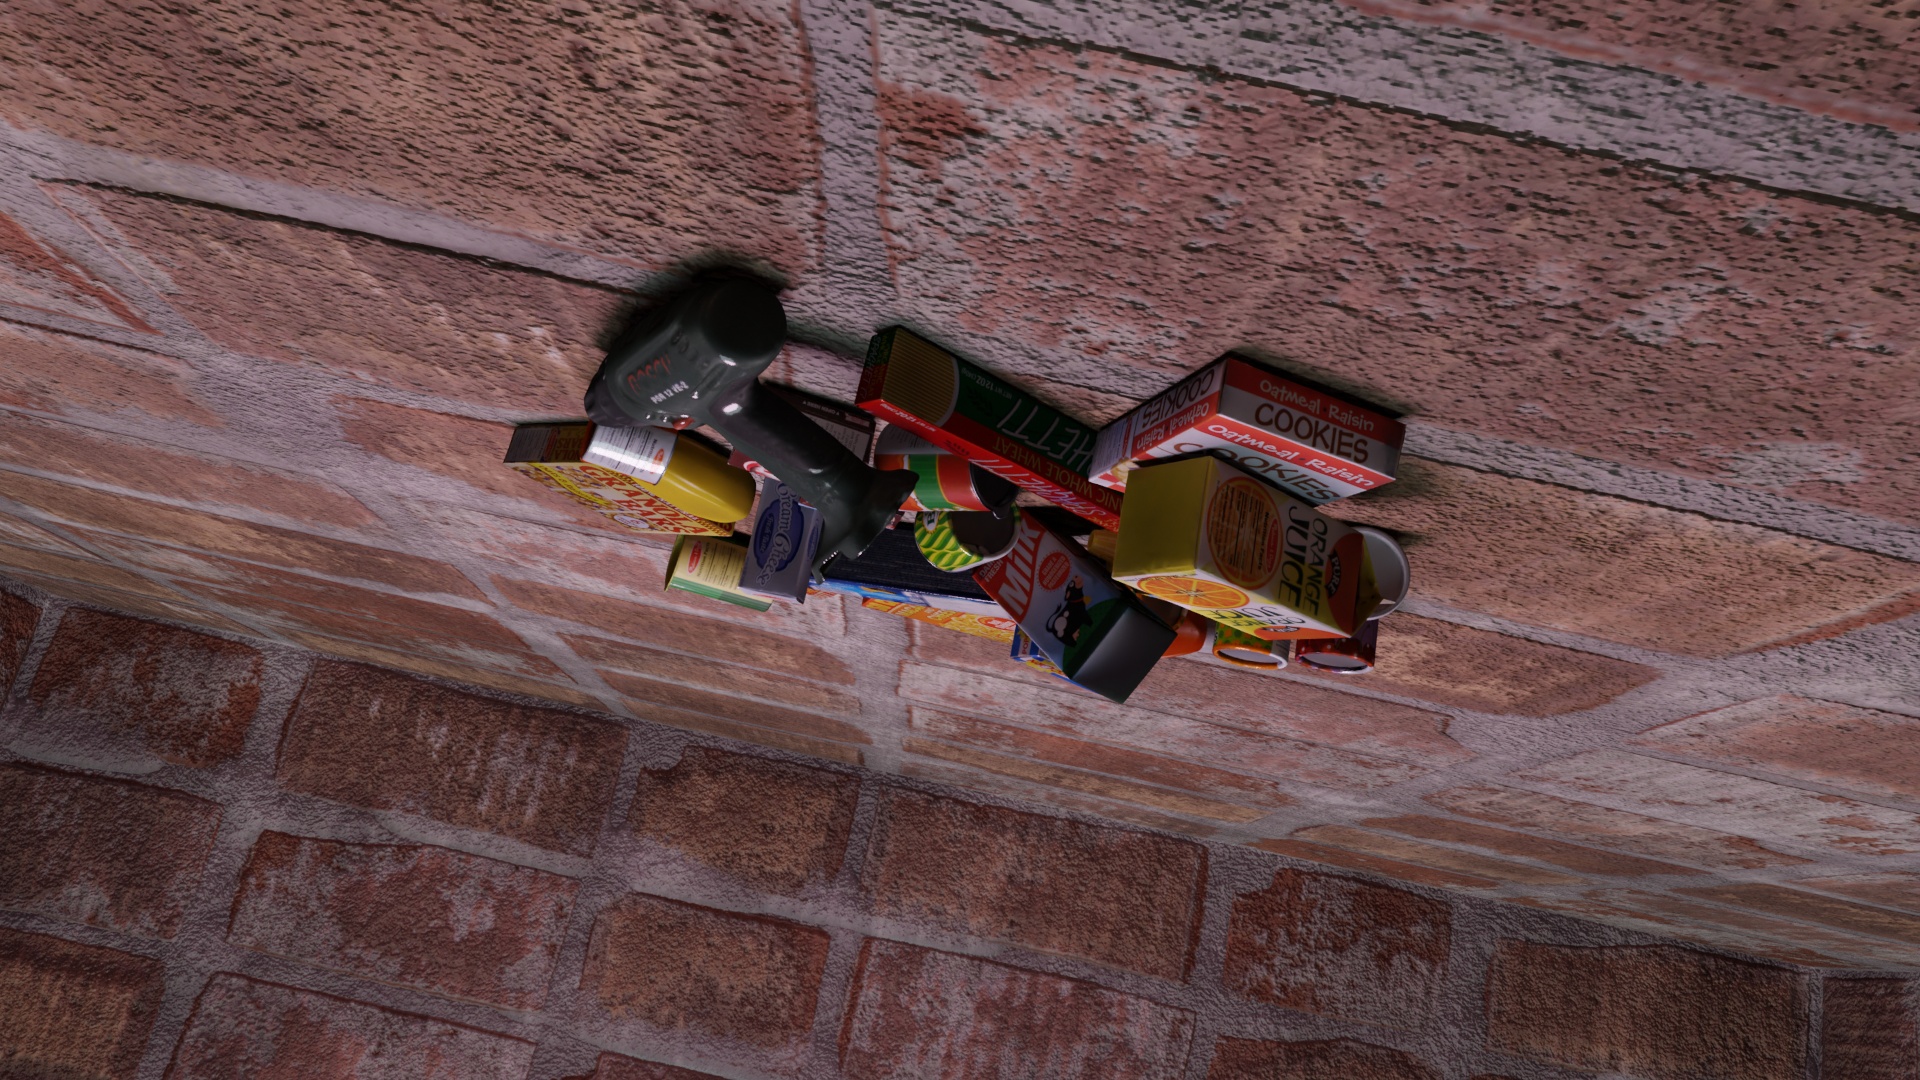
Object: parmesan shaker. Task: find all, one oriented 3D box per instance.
[{"bbox_3d":[-0.236,0.030,1.386,0.103,0.071,0.071,18,162,-18],"label":"parmesan shaker"}]

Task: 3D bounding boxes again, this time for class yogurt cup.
[{"bbox_3d":[0.289,0.027,1.019,0.072,0.072,0.054,11,171,3],"label":"yogurt cup"}]

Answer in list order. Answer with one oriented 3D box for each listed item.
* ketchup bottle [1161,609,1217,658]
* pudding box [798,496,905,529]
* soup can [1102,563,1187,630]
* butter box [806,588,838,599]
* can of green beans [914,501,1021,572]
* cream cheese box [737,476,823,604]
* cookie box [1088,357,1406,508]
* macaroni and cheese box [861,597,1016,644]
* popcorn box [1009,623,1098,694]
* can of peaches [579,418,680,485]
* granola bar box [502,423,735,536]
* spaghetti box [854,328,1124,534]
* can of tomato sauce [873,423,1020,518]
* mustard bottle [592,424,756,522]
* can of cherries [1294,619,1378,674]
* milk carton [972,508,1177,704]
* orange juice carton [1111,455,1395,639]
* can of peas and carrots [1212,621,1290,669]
[{"bbox_3d":[0.185,0.080,1.279,0.149,0.064,0.043,8,-172,-15],"label":"ketchup bottle"},{"bbox_3d":[-0.087,-0.038,1.126,0.084,0.030,0.049,15,164,-10],"label":"pudding box"},{"bbox_3d":[0.141,0.050,1.189,0.071,0.071,0.083,25,159,-37],"label":"soup can"},{"bbox_3d":[-0.143,0.036,1.422,0.053,0.024,0.103,20,162,-22],"label":"butter box"},{"bbox_3d":[0.006,-0.012,1.083,0.071,0.071,0.057,19,161,-23],"label":"can of green beans"},{"bbox_3d":[-0.146,-0.002,1.156,0.053,0.104,0.024,9,167,15],"label":"cream cheese box"},{"bbox_3d":[0.173,-0.055,0.867,0.123,0.040,0.167,17,164,-17],"label":"cookie box"},{"bbox_3d":[-0.001,0.057,1.365,0.166,0.040,0.123,16,163,-14],"label":"macaroni and cheese box"},{"bbox_3d":[0.110,0.088,1.308,0.126,0.085,0.038,26,157,-37],"label":"popcorn box"},{"bbox_3d":[-0.244,-0.082,1.033,0.058,0.071,0.071,19,162,-22],"label":"can of peaches"},{"bbox_3d":[-0.291,-0.052,1.209,0.124,0.039,0.165,2,161,32],"label":"granola bar box"},{"bbox_3d":[0.041,-0.065,0.910,0.250,0.050,0.028,24,161,-35],"label":"spaghetti box"},{"bbox_3d":[-0.008,-0.051,0.957,0.083,0.071,0.071,1,160,35],"label":"can of tomato sauce"},{"bbox_3d":[-0.233,-0.062,1.116,0.065,0.049,0.160,0,159,33],"label":"mustard bottle"},{"bbox_3d":[0.315,0.076,1.170,0.071,0.058,0.071,11,164,3],"label":"can of cherries"},{"bbox_3d":[0.078,0.040,1.111,0.072,0.073,0.191,29,-168,-43],"label":"milk carton"},{"bbox_3d":[0.192,0.015,0.885,0.192,0.073,0.071,21,162,-35],"label":"orange juice carton"},{"bbox_3d":[0.254,0.076,1.212,0.071,0.059,0.070,11,163,4],"label":"can of peas and carrots"}]
